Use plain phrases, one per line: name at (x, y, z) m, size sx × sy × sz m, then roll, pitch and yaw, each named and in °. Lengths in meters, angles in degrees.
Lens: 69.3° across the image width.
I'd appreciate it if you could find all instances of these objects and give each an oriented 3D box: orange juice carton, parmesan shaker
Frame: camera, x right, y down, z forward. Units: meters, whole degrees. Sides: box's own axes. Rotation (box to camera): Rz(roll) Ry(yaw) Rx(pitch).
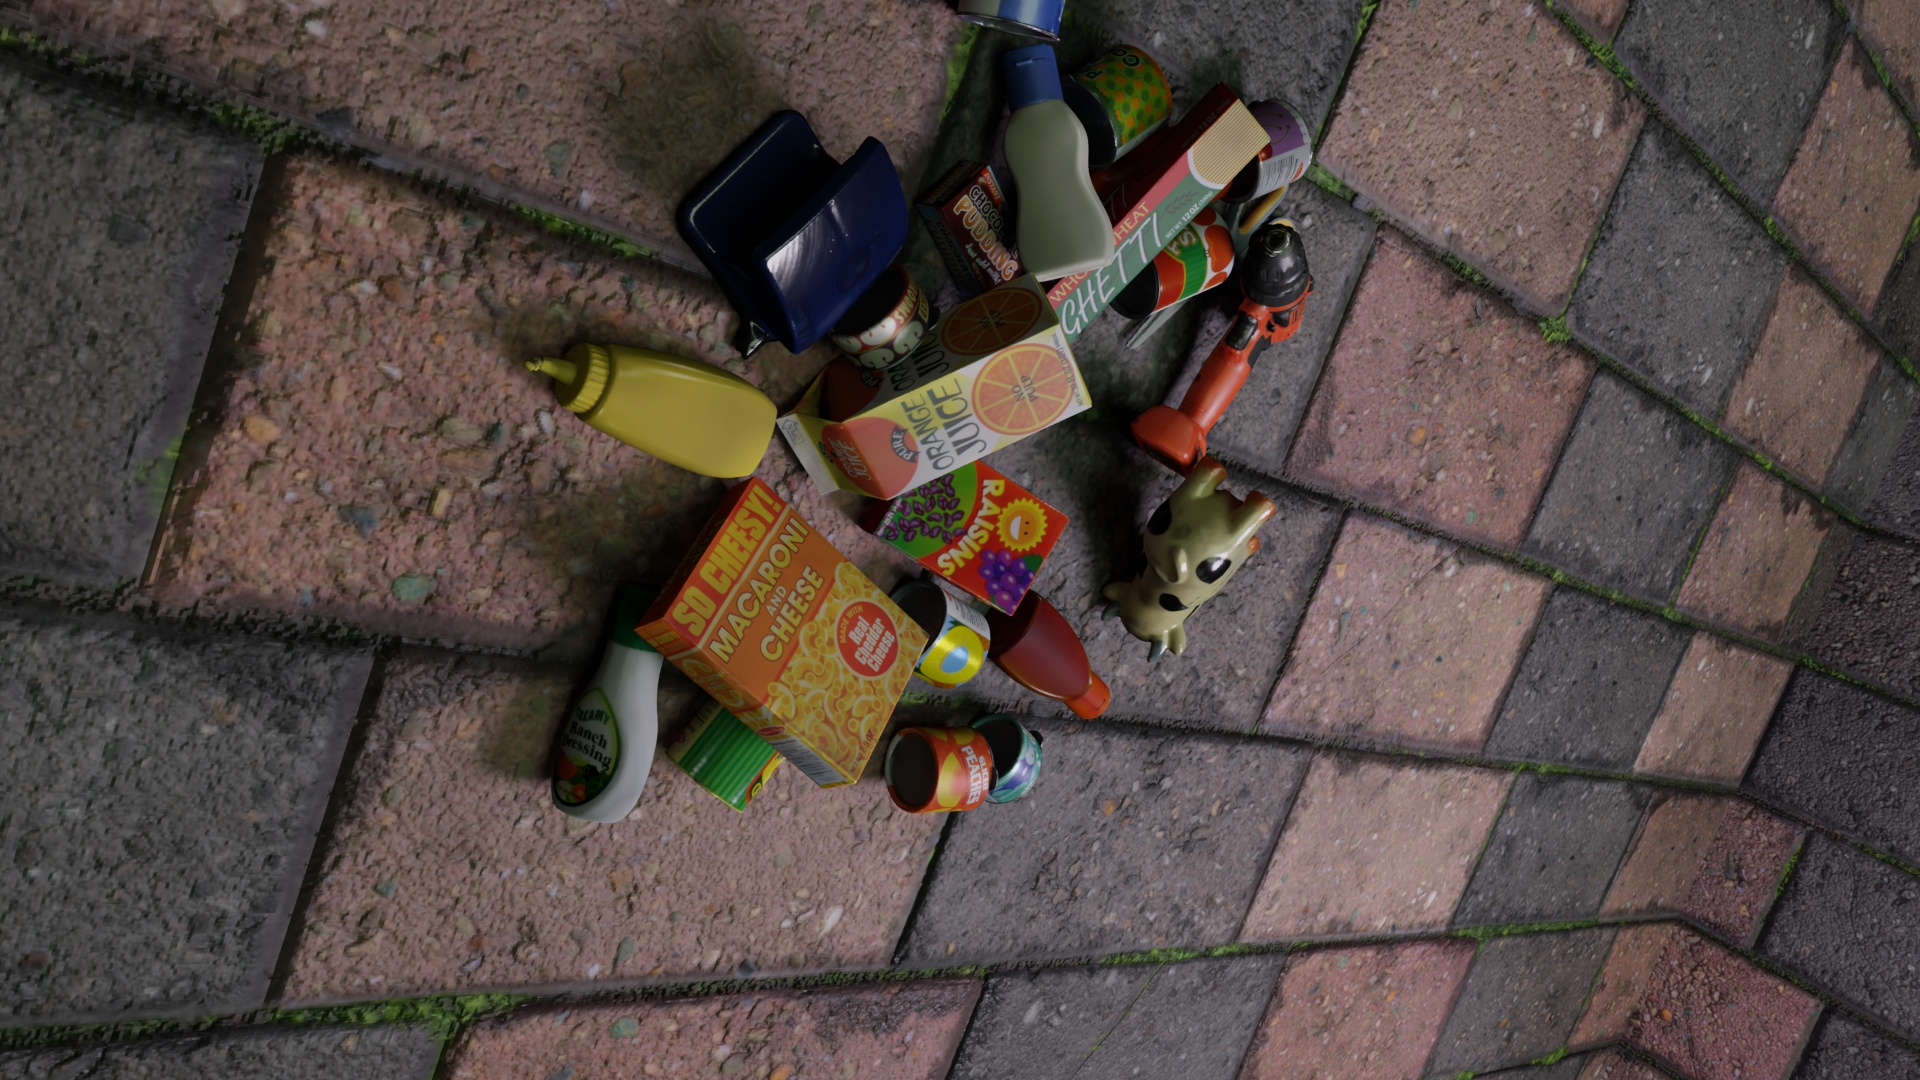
orange juice carton at (-0.020, -0.093, 0.911) m, size 0.193 × 0.073 × 0.071 m, roll -24°, pitch 130°, yaw 3°
parmesan shaker at (-0.140, 0.123, 0.935) m, size 0.103 × 0.071 × 0.071 m, roll -52°, pitch 134°, yaw -10°

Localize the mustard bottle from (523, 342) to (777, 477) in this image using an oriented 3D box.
mustard bottle at (-0.185, -0.084, 0.817) m, size 0.160 × 0.049 × 0.065 m, roll 19°, pitch 96°, yaw -43°

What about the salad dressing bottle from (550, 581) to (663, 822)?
salad dressing bottle at (-0.214, 0.100, 0.873) m, size 0.044 × 0.064 × 0.147 m, roll 16°, pitch 91°, yaw -57°

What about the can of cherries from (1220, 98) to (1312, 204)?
can of cherries at (0.222, -0.298, 1.060) m, size 0.058 × 0.071 × 0.071 m, roll -28°, pitch 126°, yaw -27°

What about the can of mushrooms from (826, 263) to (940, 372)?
can of mushrooms at (-0.051, -0.144, 0.890) m, size 0.071 × 0.071 × 0.033 m, roll -50°, pitch 132°, yaw -11°

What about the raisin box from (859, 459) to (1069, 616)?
raisin box at (0.004, -0.012, 0.990) m, size 0.123 × 0.040 × 0.086 m, roll 31°, pitch 87°, yaw -20°

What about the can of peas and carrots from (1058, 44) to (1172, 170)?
can of peas and carrots at (0.101, -0.299, 0.952) m, size 0.059 × 0.071 × 0.070 m, roll -39°, pitch 130°, yaw -22°

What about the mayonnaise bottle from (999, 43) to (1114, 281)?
mayonnaise bottle at (0.059, -0.250, 0.920) m, size 0.041 × 0.065 × 0.148 m, roll -28°, pitch 106°, yaw -75°

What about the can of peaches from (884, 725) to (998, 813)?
can of peaches at (-0.016, 0.176, 1.069) m, size 0.058 × 0.071 × 0.071 m, roll 7°, pitch 105°, yaw -41°

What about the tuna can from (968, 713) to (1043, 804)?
tuna can at (0.031, 0.172, 1.109) m, size 0.071 × 0.071 × 0.032 m, roll -51°, pitch 133°, yaw -10°

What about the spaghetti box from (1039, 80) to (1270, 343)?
spaghetti box at (0.107, -0.206, 0.966) m, size 0.249 × 0.029 × 0.050 m, roll -45°, pitch 136°, yaw 14°

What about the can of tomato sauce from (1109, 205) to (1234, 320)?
can of tomato sauce at (0.153, -0.211, 1.037) m, size 0.083 × 0.071 × 0.070 m, roll -27°, pitch 125°, yaw -30°

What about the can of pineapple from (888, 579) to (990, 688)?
can of pineapple at (-0.022, 0.071, 1.018) m, size 0.058 × 0.071 × 0.071 m, roll 35°, pitch 85°, yaw -45°

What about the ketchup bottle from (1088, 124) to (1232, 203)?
ketchup bottle at (0.120, -0.254, 0.995) m, size 0.149 × 0.065 × 0.043 m, roll -24°, pitch 152°, yaw -21°

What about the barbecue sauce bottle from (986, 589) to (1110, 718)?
barbecue sauce bottle at (0.075, 0.099, 1.130) m, size 0.065 × 0.044 × 0.148 m, roll -53°, pitch 134°, yaw -8°

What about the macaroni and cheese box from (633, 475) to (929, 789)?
macaroni and cheese box at (-0.109, 0.060, 0.887) m, size 0.166 × 0.040 × 0.124 m, roll 45°, pitch 50°, yaw -22°

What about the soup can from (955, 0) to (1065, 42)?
soup can at (0.040, -0.363, 0.869) m, size 0.071 × 0.071 × 0.083 m, roll 0°, pitch 109°, yaw -41°

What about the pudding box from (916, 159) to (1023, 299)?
pudding box at (0.011, -0.209, 0.940) m, size 0.050 × 0.030 × 0.083 m, roll -45°, pitch 132°, yaw -17°
